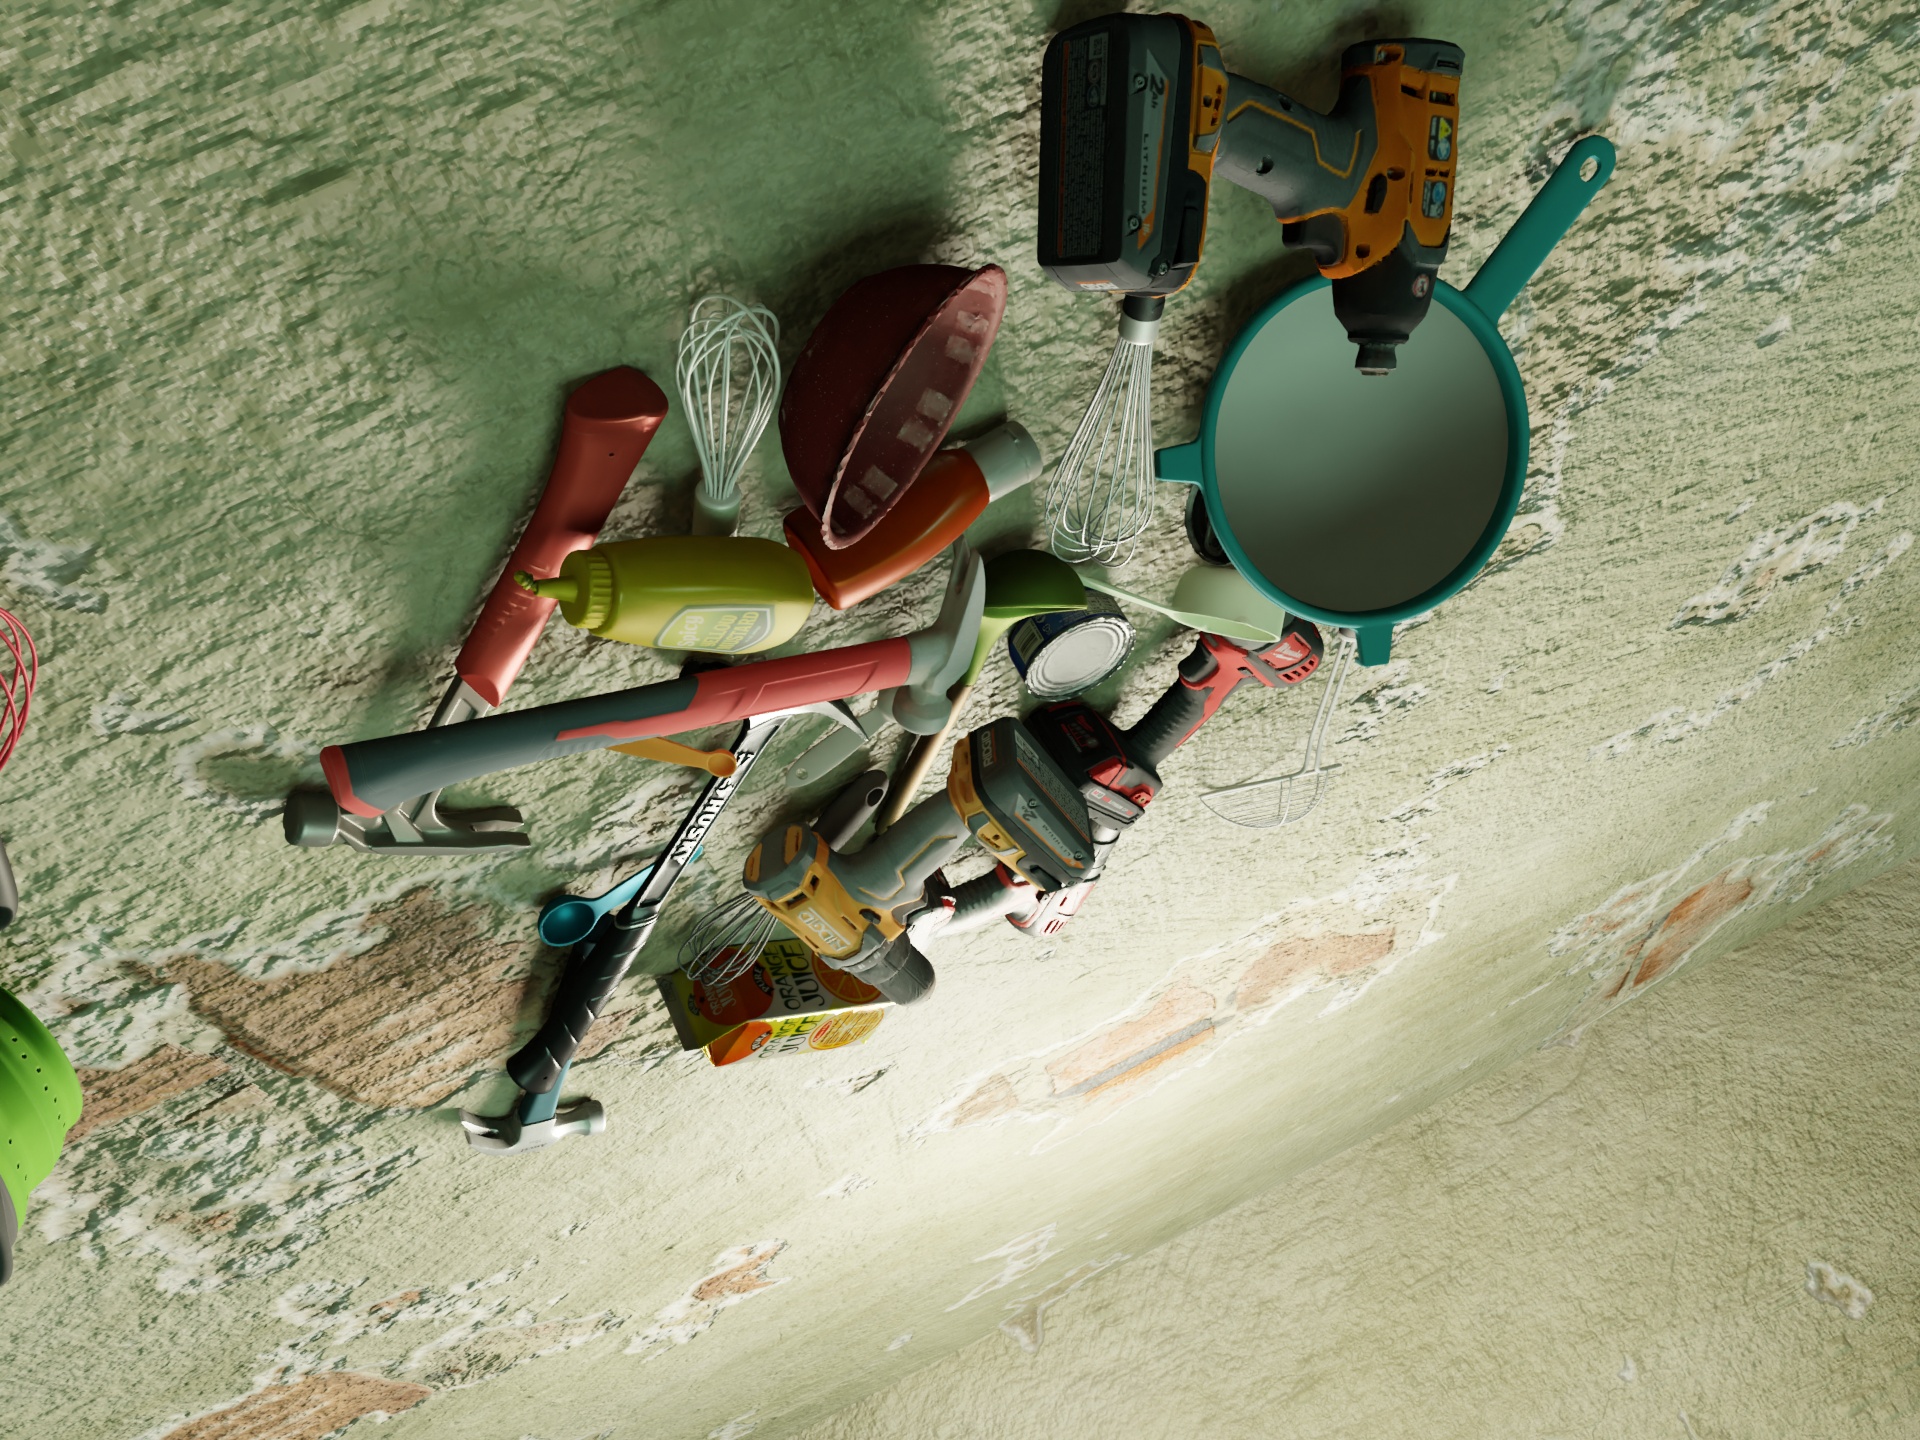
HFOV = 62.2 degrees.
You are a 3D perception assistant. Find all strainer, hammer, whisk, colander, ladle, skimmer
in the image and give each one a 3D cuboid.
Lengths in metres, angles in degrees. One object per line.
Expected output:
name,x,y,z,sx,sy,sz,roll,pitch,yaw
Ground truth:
strainer,0.268,-0.215,0.969,0.211,0.095,0.340,39,87,-16
hammer,-0.315,0.255,1.259,0.128,0.033,0.330,-7,143,-33
hammer,-0.160,-0.020,0.905,0.386,0.038,0.143,-13,137,-30
whisk,0.096,-0.198,0.900,0.070,0.070,0.284,-15,142,-21
whisk,-0.485,0.031,0.776,0.073,0.073,0.295,-7,149,-31
colander,-0.559,0.144,0.842,0.094,0.204,0.396,-45,150,-48
ladle,-0.002,-0.004,1.106,0.078,0.062,0.320,-1,143,-27
hammer,-0.243,-0.043,0.874,0.149,0.037,0.359,4,137,-42
whisk,-0.126,-0.125,0.839,0.058,0.059,0.246,-43,164,-32
skimmer,0.287,-0.041,1.304,0.127,0.090,0.363,-10,135,-21
whisk,-0.133,0.119,1.196,0.239,0.055,0.055,-47,145,20
hammer,-0.211,0.121,1.098,0.149,0.036,0.408,7,128,-45

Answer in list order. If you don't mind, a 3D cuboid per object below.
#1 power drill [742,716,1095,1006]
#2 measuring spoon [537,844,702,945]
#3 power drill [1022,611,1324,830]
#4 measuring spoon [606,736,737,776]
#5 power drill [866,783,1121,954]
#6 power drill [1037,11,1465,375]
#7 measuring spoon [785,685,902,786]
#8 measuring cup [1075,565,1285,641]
power drill,-0.015,0.114,1.137,0.226,0.084,0.185,-29,124,19
measuring spoon,-0.244,0.117,1.133,0.128,0.021,0.042,-30,139,-15
power drill,0.161,-0.021,1.192,0.219,0.079,0.143,-40,147,13
measuring spoon,-0.192,0.012,0.969,0.117,0.011,0.021,15,128,-4
power drill,0.030,0.122,1.298,0.226,0.080,0.187,-9,144,-34
power drill,0.150,-0.252,0.775,0.226,0.084,0.164,-7,105,-30
measuring spoon,-0.075,0.013,1.094,0.124,0.034,0.018,-36,-167,19
measuring cup,0.139,-0.092,1.067,0.167,0.038,0.083,17,177,-9
